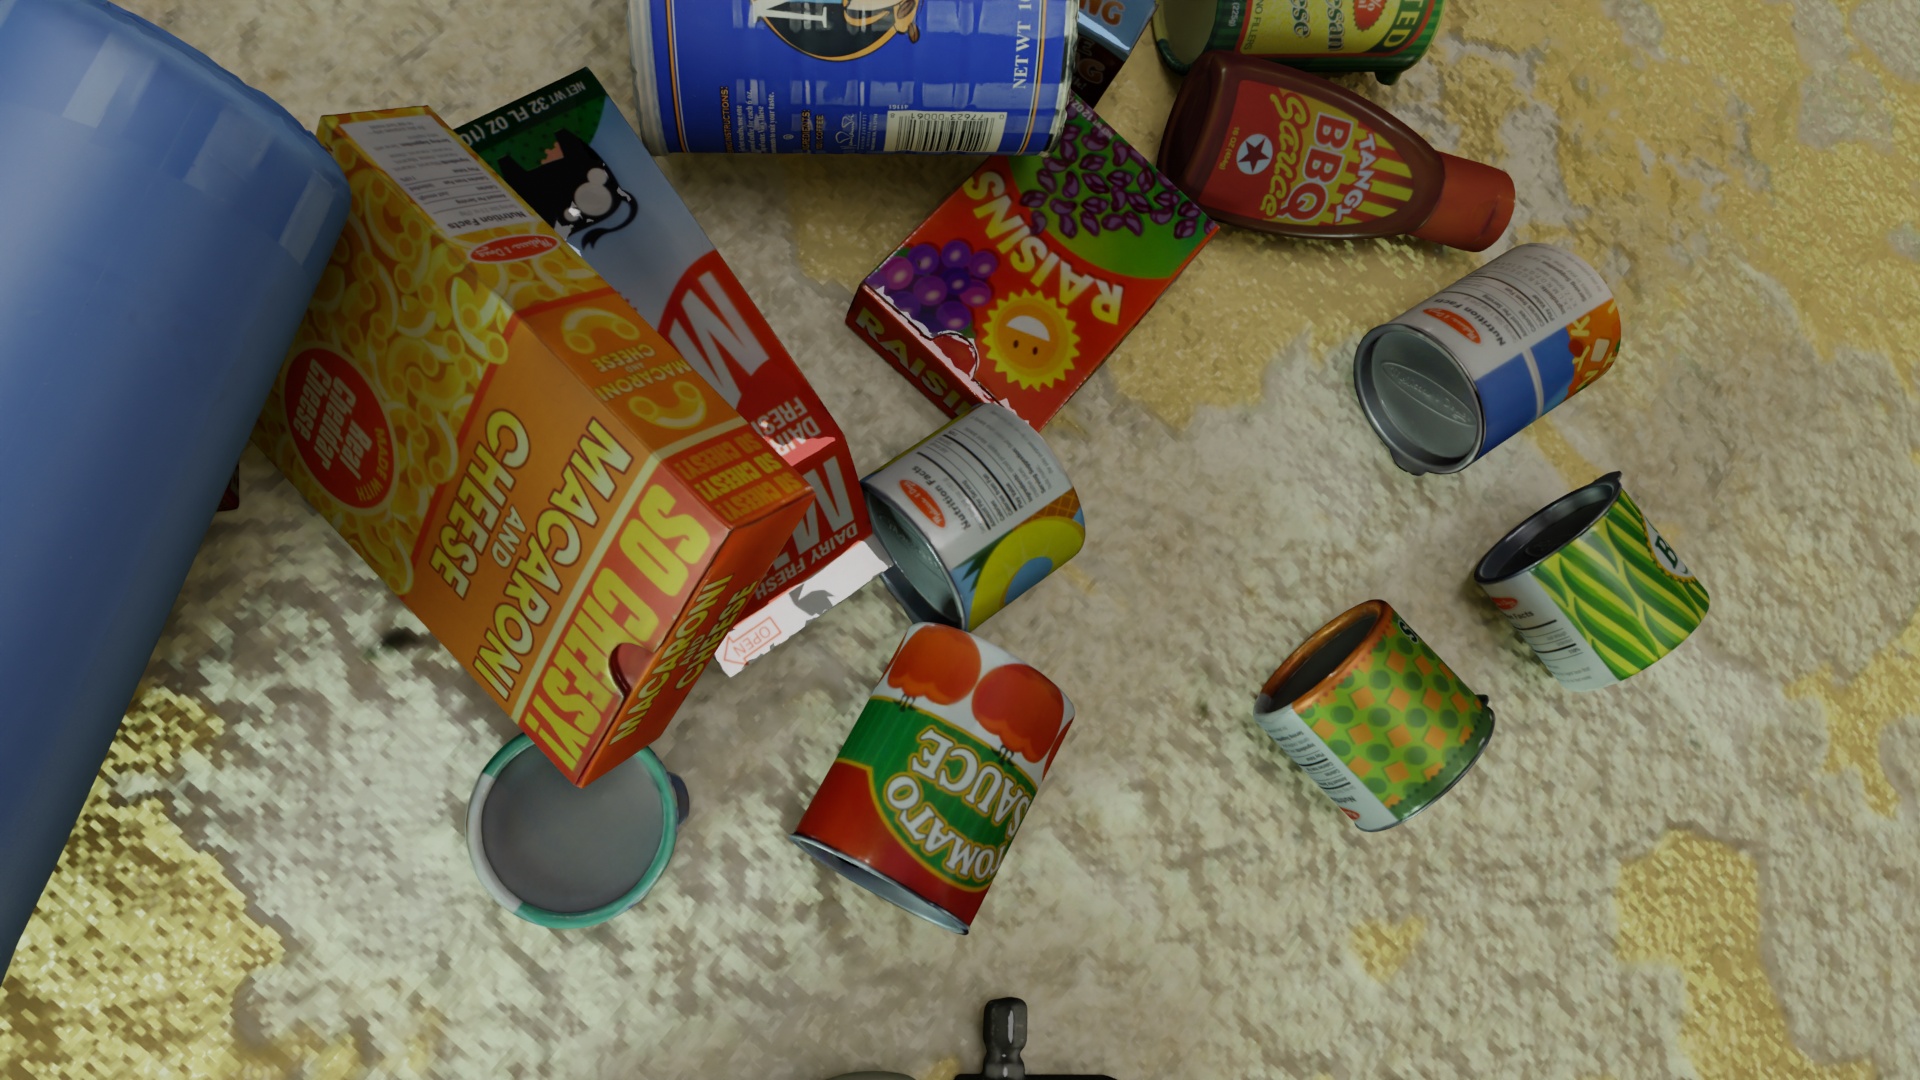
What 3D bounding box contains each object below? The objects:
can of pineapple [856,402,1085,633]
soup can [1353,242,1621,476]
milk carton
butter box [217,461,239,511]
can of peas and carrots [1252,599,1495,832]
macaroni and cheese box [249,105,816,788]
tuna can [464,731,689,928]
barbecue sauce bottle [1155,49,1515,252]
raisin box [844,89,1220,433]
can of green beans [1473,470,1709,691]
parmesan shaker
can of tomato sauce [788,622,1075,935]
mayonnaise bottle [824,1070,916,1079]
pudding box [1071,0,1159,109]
[{"bbox_3d":[0.002,-0.006,0.491,0.058,0.071,0.071,-34,88,-20],"label":"can of pineapple"},{"bbox_3d":[0.214,-0.073,0.566,0.084,0.071,0.071,-30,87,-20],"label":"soup can"},{"bbox_3d":[-0.103,-0.051,0.467,0.072,0.073,0.190,-35,88,-20],"label":"milk carton"},{"bbox_3d":[-0.246,-0.065,0.441,0.024,0.053,0.103,-2,78,-18],"label":"butter box"},{"bbox_3d":[0.153,0.062,0.515,0.059,0.070,0.071,46,70,-1],"label":"can of peas and carrots"},{"bbox_3d":[-0.136,-0.025,0.411,0.166,0.123,0.040,44,37,10],"label":"macaroni and cheese box"},{"bbox_3d":[-0.122,0.091,0.449,0.071,0.032,0.071,3,77,-14],"label":"tuna can"},{"bbox_3d":[0.158,-0.153,0.574,0.149,0.044,0.064,9,116,-19],"label":"barbecue sauce bottle"},{"bbox_3d":[0.028,-0.102,0.534,0.086,0.040,0.124,43,71,-3],"label":"raisin box"},{"bbox_3d":[0.250,0.018,0.552,0.071,0.071,0.058,-39,90,-20],"label":"can of green beans"},{"bbox_3d":[0.140,-0.226,0.581,0.103,0.071,0.071,-7,79,-17],"label":"parmesan shaker"},{"bbox_3d":[-0.007,0.079,0.464,0.071,0.071,0.083,32,71,-7],"label":"can of tomato sauce"},{"bbox_3d":[-0.081,0.208,0.430,0.148,0.041,0.065,-4,77,-15],"label":"mayonnaise bottle"},{"bbox_3d":[0.031,-0.214,0.555,0.084,0.049,0.030,29,73,-7],"label":"pudding box"}]
